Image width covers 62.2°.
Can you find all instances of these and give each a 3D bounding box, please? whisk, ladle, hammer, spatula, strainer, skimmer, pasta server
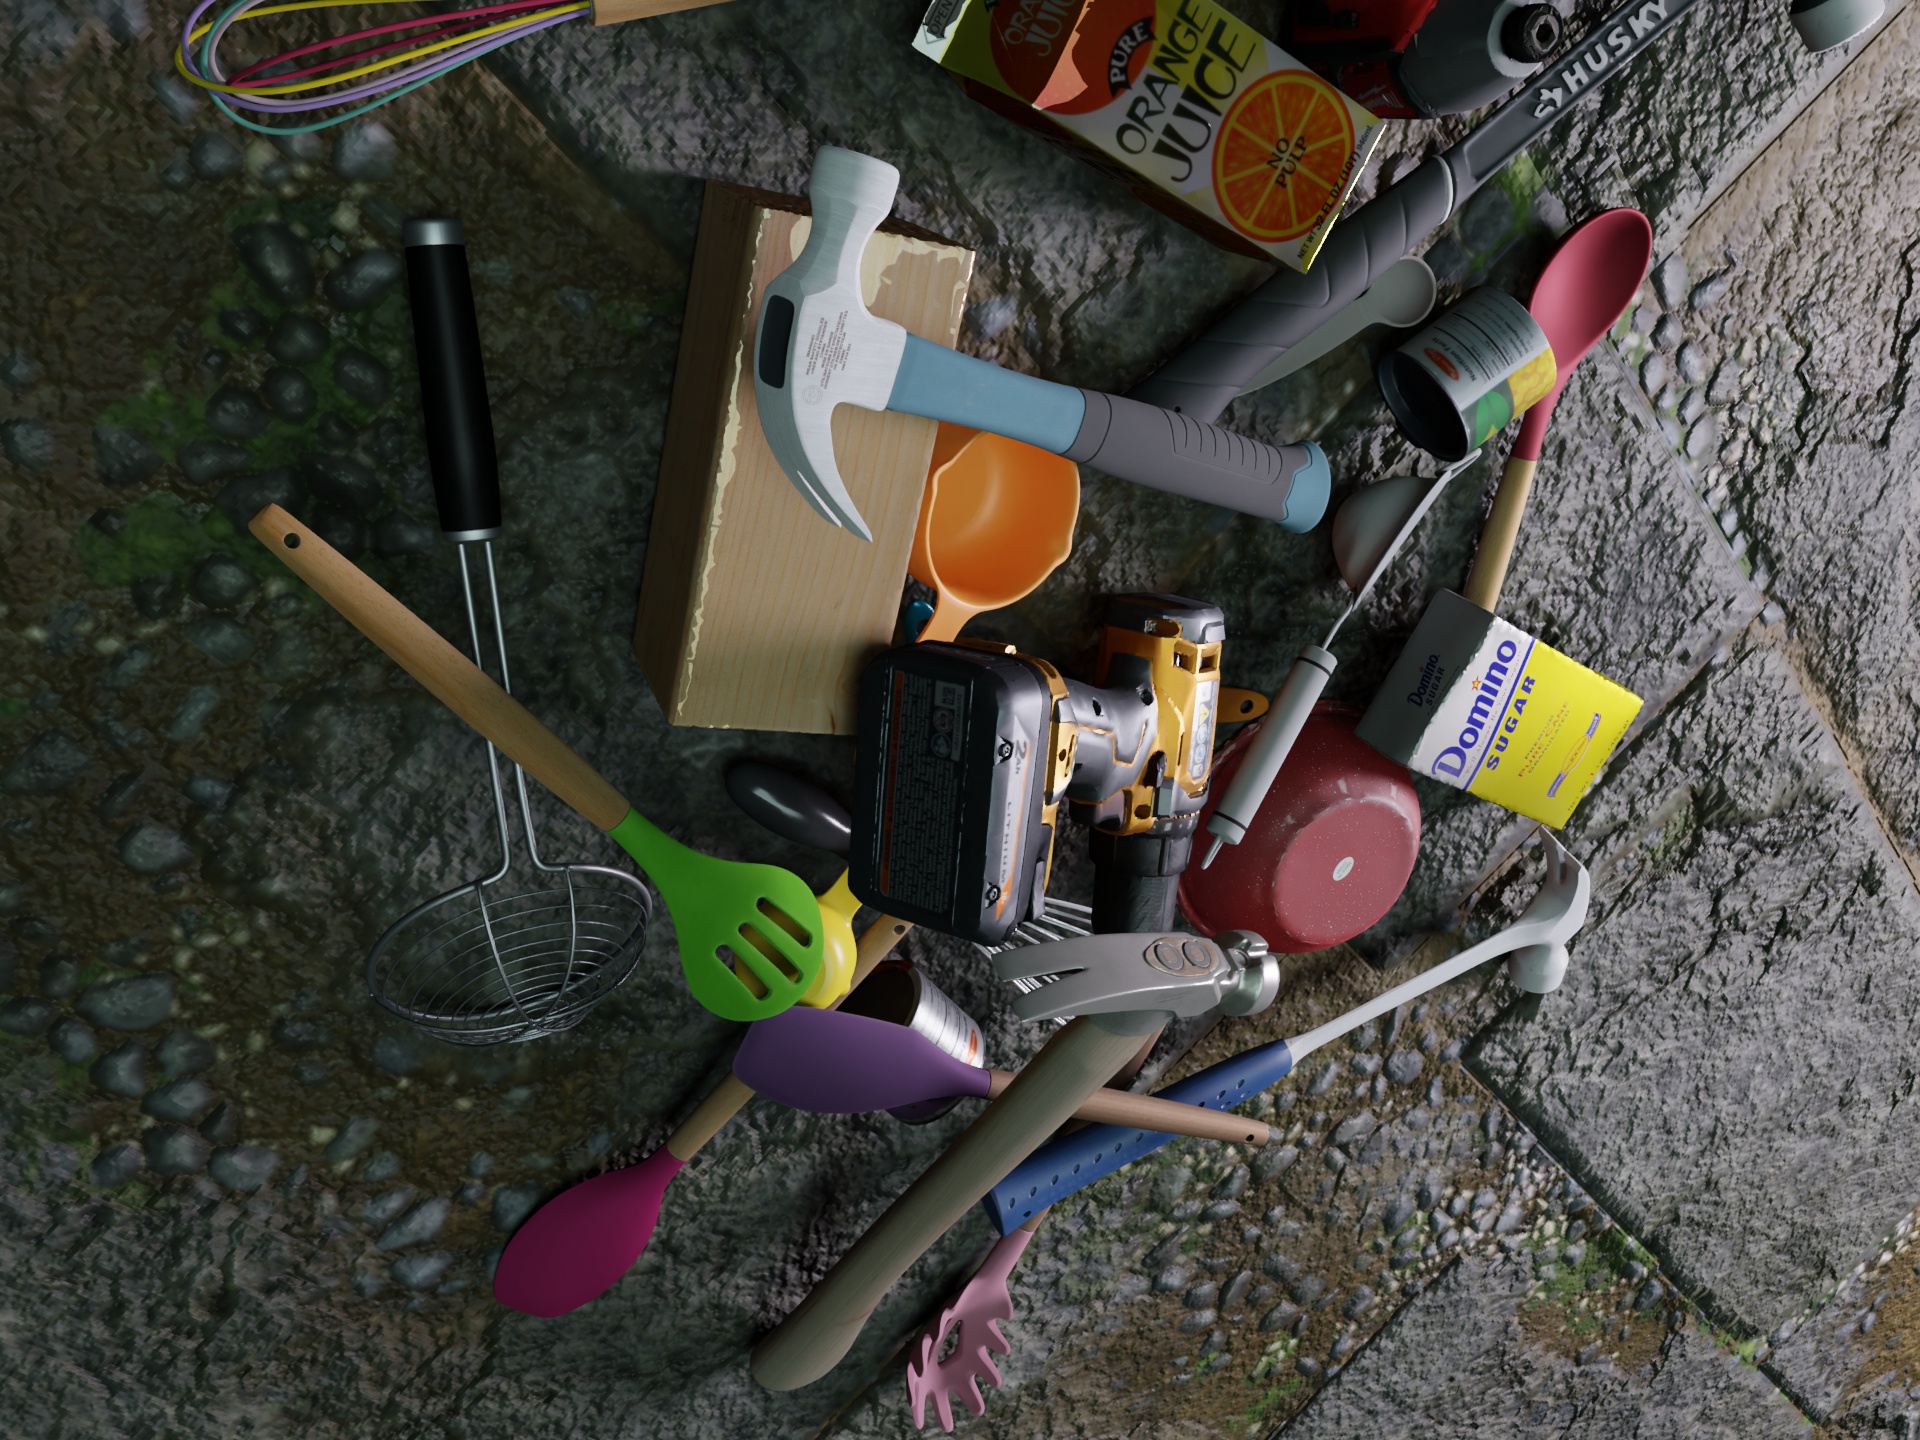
[{"bbox_3d":[-0.001,0.090,0.811,0.284,0.070,0.070,32,98,-27],"label":"whisk"},{"bbox_3d":[0.297,-0.117,0.857,0.069,0.031,0.315,-1,116,-25],"label":"ladle"},{"bbox_3d":[0.053,-0.123,0.659,0.330,0.033,0.128,6,109,-44],"label":"hammer"},{"bbox_3d":[0.032,0.191,0.810,0.315,0.018,0.059,16,112,-27],"label":"spatula"},{"bbox_3d":[-0.157,-0.258,0.582,0.245,0.047,0.051,-19,119,-18],"label":"whisk"},{"bbox_3d":[-0.015,0.234,0.783,0.146,0.038,0.410,3,136,-38],"label":"hammer"},{"bbox_3d":[0.236,-0.265,0.742,0.409,0.036,0.149,-39,107,1],"label":"hammer"},{"bbox_3d":[0.183,-0.038,0.808,0.050,0.086,0.258,28,84,11],"label":"strainer"},{"bbox_3d":[-0.207,-0.023,0.679,0.127,0.090,0.363,-11,107,-25],"label":"skimmer"},{"bbox_3d":[0.195,0.184,0.916,0.405,0.035,0.143,-23,139,-15],"label":"hammer"},{"bbox_3d":[0.054,0.278,0.930,0.060,0.040,0.316,24,101,-33],"label":"pasta server"}]

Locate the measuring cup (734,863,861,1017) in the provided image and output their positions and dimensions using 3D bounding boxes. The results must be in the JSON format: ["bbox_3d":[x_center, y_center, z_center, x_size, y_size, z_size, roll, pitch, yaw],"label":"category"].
[{"bbox_3d":[-0.049,0.077,0.743,0.062,0.029,0.156,40,105,0],"label":"measuring cup"}]

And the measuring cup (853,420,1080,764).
[{"bbox_3d":[-0.016,-0.062,0.717,0.095,0.052,0.173,23,98,-46],"label":"measuring cup"}]

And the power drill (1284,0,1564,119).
[{"bbox_3d":[0.140,-0.325,0.621,0.219,0.143,0.078,38,93,-30],"label":"power drill"}]

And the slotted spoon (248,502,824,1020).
[{"bbox_3d":[-0.160,0.025,0.649,0.313,0.031,0.070,47,72,-28],"label":"slotted spoon"}]

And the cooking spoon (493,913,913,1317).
[{"bbox_3d":[-0.127,0.200,0.803,0.068,0.017,0.319,34,106,-32],"label":"cooking spoon"}]

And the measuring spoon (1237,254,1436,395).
[{"bbox_3d":[0.174,-0.189,0.778,0.124,0.018,0.034,-27,104,-2],"label":"measuring spoon"}]

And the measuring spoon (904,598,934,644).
[{"bbox_3d":[-0.001,-0.002,0.781,0.042,0.021,0.128,-26,123,-10],"label":"measuring spoon"}]

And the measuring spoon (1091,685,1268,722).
[{"bbox_3d":[0.114,-0.007,0.836,0.117,0.011,0.021,0,113,-24],"label":"measuring spoon"}]

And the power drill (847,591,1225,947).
[{"bbox_3d":[0.047,0.040,0.729,0.226,0.084,0.185,-13,111,-54],"label":"power drill"}]
